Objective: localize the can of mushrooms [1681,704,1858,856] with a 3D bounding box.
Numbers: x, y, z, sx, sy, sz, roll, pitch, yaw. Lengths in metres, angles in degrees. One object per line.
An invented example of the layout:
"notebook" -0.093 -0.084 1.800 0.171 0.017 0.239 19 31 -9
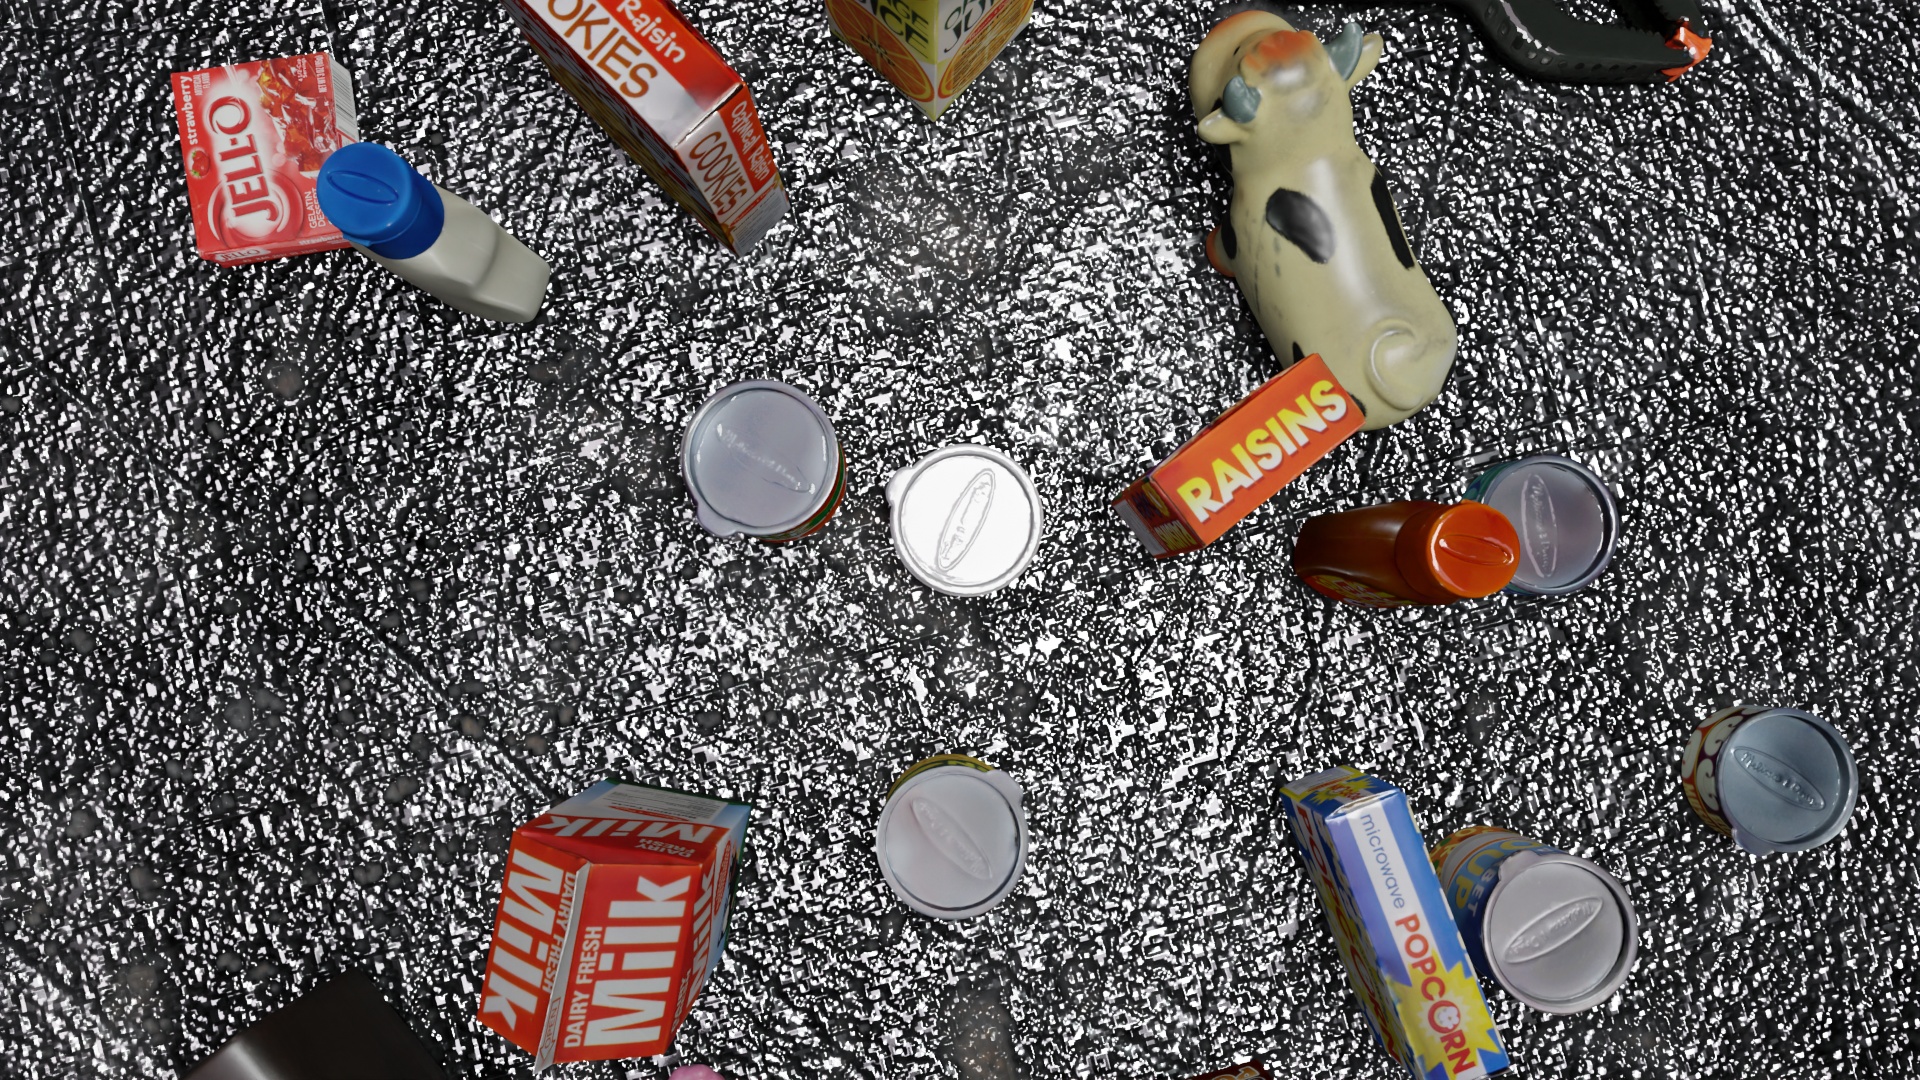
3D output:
"can of mushrooms" 0.377 0.113 0.652 0.071 0.033 0.071 0 87 -1

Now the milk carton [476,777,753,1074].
"milk carton" -0.136 0.148 0.558 0.073 0.190 0.072 11 87 -1

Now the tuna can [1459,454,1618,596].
"tuna can" 0.268 -0.006 0.656 0.071 0.033 0.071 0 87 -1

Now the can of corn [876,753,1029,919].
"can of corn" -0.002 0.130 0.628 0.071 0.058 0.071 0 87 -1

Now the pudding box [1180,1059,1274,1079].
"pudding box" 0.105 0.266 0.628 0.084 0.049 0.030 -14 88 -2

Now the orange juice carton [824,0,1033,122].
"orange juice carton" -0.013 -0.256 0.583 0.072 0.192 0.073 42 87 1

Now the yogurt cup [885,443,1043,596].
"yogurt cup" 0.002 -0.008 0.639 0.072 0.054 0.072 0 87 -1

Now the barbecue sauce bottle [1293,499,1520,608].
"barbecue sauce bottle" 0.192 0.006 0.595 0.065 0.148 0.043 15 87 -1

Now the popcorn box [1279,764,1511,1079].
"popcorn box" 0.189 0.168 0.618 0.038 0.085 0.126 -21 88 -2

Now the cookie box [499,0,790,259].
"cookie box" -0.135 -0.194 0.589 0.123 0.167 0.040 44 87 1

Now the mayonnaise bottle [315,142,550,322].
"mayonnaise bottle" -0.225 -0.129 0.593 0.065 0.148 0.041 18 87 0

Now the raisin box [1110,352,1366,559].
"raisin box" 0.117 -0.034 0.608 0.086 0.123 0.040 -37 89 -3

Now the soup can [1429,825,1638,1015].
"soup can" 0.248 0.163 0.620 0.071 0.083 0.071 0 87 -1

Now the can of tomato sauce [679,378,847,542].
"can of tomato sauce" -0.086 -0.031 0.623 0.071 0.083 0.071 0 87 -1
